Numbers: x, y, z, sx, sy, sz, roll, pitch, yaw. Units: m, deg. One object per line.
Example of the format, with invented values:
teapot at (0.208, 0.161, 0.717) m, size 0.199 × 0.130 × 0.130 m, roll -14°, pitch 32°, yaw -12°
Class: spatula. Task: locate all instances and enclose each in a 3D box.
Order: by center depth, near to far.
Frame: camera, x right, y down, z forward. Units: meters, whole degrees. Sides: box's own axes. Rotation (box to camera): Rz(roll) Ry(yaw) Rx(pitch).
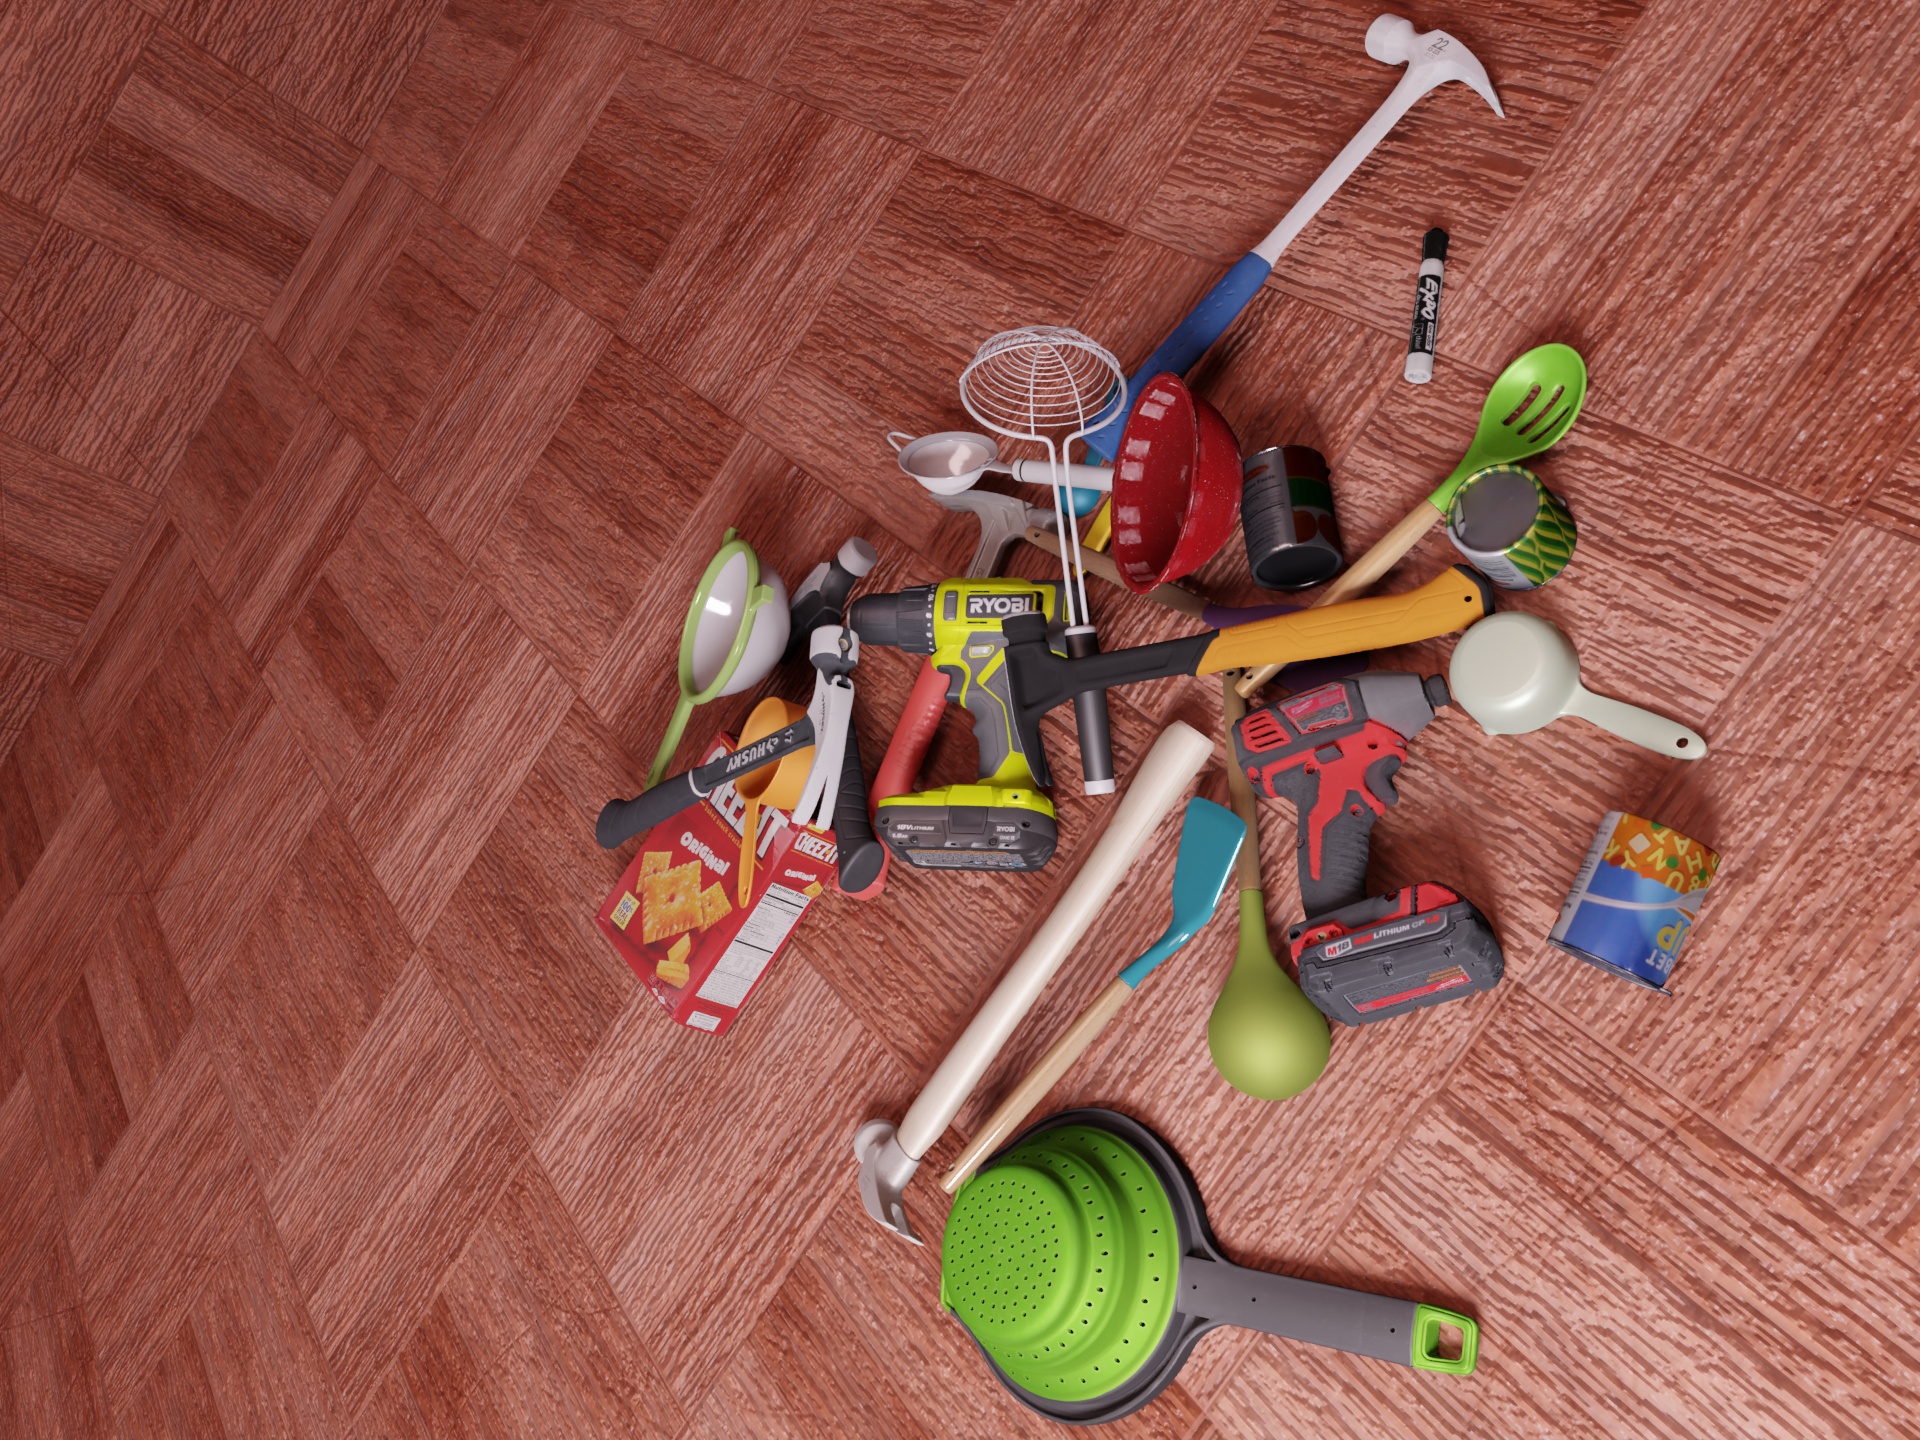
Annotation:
spatula at (0.087, 0.190, 1.075) m, size 0.317 × 0.044 × 0.082 m, roll -49°, pitch 22°, yaw -4°
spatula at (0.166, -0.092, 1.189) m, size 0.316 × 0.018 × 0.060 m, roll 29°, pitch 87°, yaw 37°

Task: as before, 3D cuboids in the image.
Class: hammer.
hammer at (0.193, -0.043, 1.093) m, size 0.337 × 0.034 × 0.127 m, roll -11°, pitch 83°, yaw 21°
hammer at (0.056, 0.179, 1.134) m, size 0.410 × 0.038 × 0.146 m, roll -55°, pitch 14°, yaw 2°
hammer at (0.242, -0.362, 1.225) m, size 0.405 × 0.035 × 0.144 m, roll -48°, pitch 48°, yaw 7°
hammer at (-0.205, 0.052, 1.307) m, size 0.409 × 0.036 × 0.149 m, roll -24°, pitch 57°, yaw 50°
hammer at (-0.032, -0.023, 1.334) m, size 0.149 × 0.036 × 0.359 m, roll 17°, pitch 83°, yaw 44°
hammer at (-0.108, 0.003, 1.350) m, size 0.146 × 0.035 × 0.335 m, roll -42°, pitch 42°, yaw 31°

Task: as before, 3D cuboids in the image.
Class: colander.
colander at (0.118, 0.350, 0.997) m, size 0.397 × 0.094 × 0.205 m, roll -3°, pitch 69°, yaw 40°

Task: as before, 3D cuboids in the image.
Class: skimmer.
skimmer at (0.079, -0.125, 1.203) m, size 0.127 × 0.090 × 0.363 m, roll -7°, pitch 88°, yaw -6°

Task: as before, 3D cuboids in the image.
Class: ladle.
ladle at (0.199, 0.099, 1.083) m, size 0.078 × 0.062 × 0.320 m, roll -12°, pitch 56°, yaw 20°

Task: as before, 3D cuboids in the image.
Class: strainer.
strainer at (0.044, -0.205, 1.309) m, size 0.259 × 0.050 × 0.087 m, roll 13°, pitch 40°, yaw 36°
strainer at (-0.212, -0.035, 1.426) m, size 0.256 × 0.069 × 0.152 m, roll -65°, pitch 29°, yaw 18°

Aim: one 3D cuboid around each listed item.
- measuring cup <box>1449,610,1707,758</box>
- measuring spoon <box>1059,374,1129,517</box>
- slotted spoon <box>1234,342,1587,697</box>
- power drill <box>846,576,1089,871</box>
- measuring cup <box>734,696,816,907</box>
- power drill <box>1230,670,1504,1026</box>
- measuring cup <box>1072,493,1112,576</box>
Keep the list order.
measuring cup at (0.374, -0.016, 0.975) m, size 0.168 × 0.038 × 0.083 m, roll 31°, pitch 93°, yaw 46°
measuring spoon at (0.109, -0.230, 1.313) m, size 0.042 × 0.021 × 0.128 m, roll 17°, pitch 84°, yaw 44°
slotted spoon at (0.303, -0.129, 1.086) m, size 0.313 × 0.031 × 0.070 m, roll -46°, pitch 47°, yaw 13°
power drill at (-0.002, -0.004, 1.233) m, size 0.190 × 0.080 × 0.229 m, roll 1°, pitch 71°, yaw 12°
measuring cup at (-0.146, 0.070, 1.291) m, size 0.095 × 0.052 × 0.174 m, roll -15°, pitch 65°, yaw 53°
power drill at (0.261, 0.069, 1.008) m, size 0.143 × 0.078 × 0.220 m, roll -21°, pitch 54°, yaw 20°
measuring cup at (0.123, -0.189, 1.276) m, size 0.062 × 0.029 × 0.156 m, roll 25°, pitch 86°, yaw 44°
